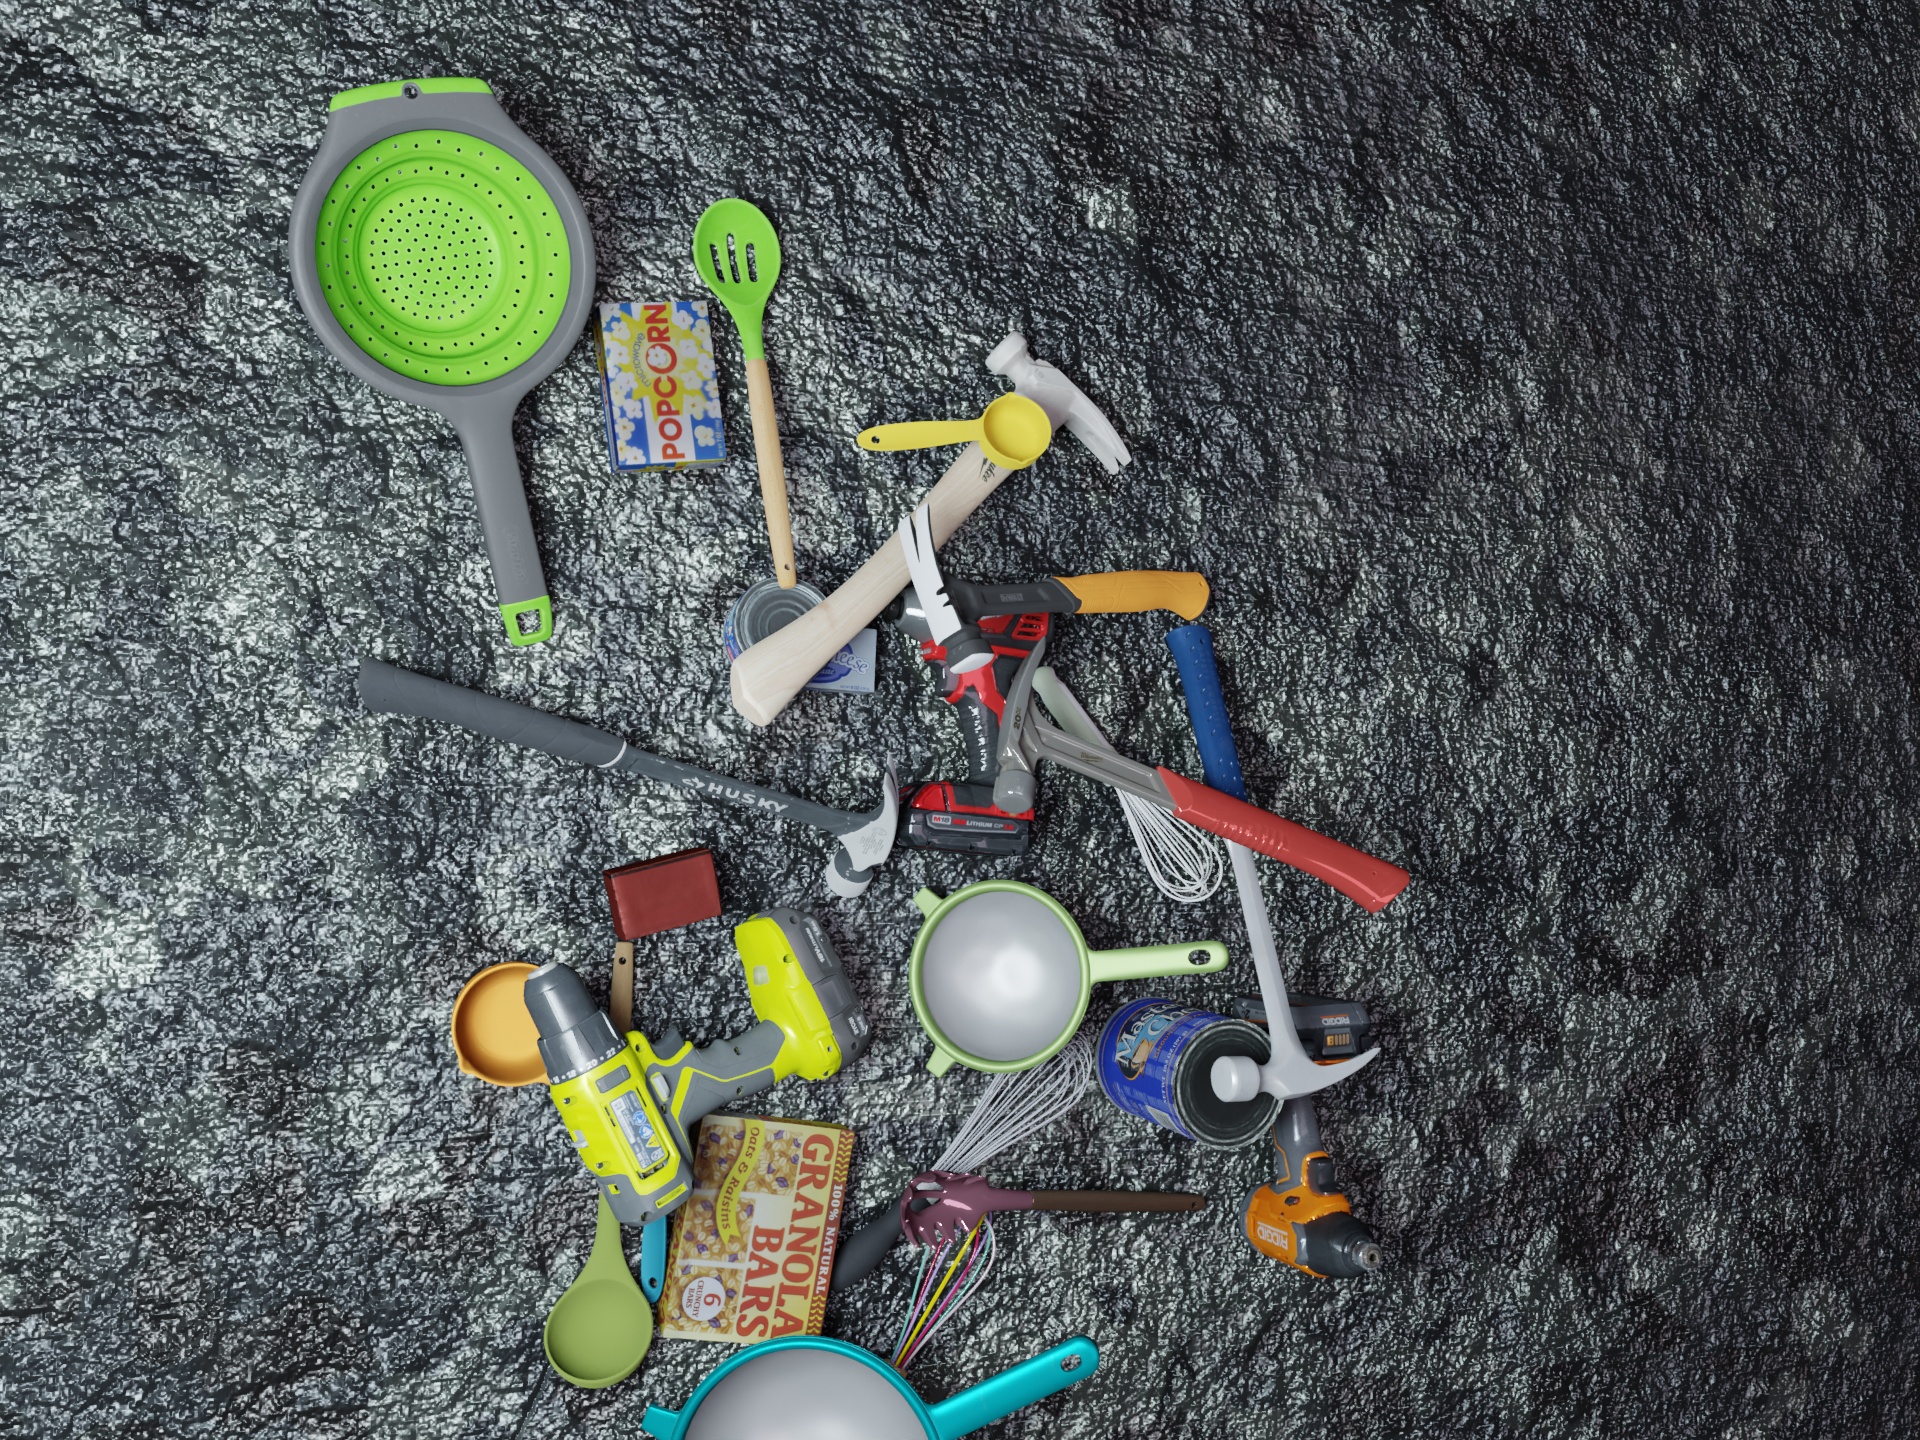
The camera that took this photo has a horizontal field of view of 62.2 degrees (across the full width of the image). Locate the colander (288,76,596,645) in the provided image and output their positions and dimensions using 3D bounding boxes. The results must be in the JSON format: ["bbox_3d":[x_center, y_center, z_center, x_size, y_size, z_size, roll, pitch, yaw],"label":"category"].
[{"bbox_3d":[-0.361,-0.252,1.161,0.204,0.095,0.397,-15,111,-21],"label":"colander"}]

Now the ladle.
[{"bbox_3d":[-0.260,0.326,1.182,0.078,0.062,0.320,3,84,-5],"label":"ladle"}]

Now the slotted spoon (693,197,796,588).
[{"bbox_3d":[-0.157,-0.254,1.234,0.070,0.031,0.314,-6,80,-21],"label":"slotted spoon"}]

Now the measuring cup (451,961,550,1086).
[{"bbox_3d":[-0.301,0.252,1.168,0.095,0.052,0.173,-41,101,-18],"label":"measuring cup"}]

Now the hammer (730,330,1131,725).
[{"bbox_3d":[-0.026,-0.137,1.252,0.146,0.038,0.411,44,63,-6],"label":"hammer"}]

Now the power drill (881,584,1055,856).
[{"bbox_3d":[-0.002,-0.004,1.284,0.143,0.078,0.220,8,82,-22],"label":"power drill"}]

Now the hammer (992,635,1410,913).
[{"bbox_3d":[0.197,0.062,1.263,0.359,0.036,0.149,22,56,-13],"label":"hammer"}]

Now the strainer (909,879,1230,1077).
[{"bbox_3d":[0.089,0.198,1.266,0.256,0.069,0.151,-8,80,16],"label":"strainer"}]

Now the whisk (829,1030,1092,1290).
[{"bbox_3d":[0.000,0.354,1.281,0.284,0.070,0.070,-42,102,-12],"label":"whisk"}]

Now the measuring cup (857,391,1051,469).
[{"bbox_3d":[-0.006,-0.222,1.255,0.156,0.029,0.062,-6,77,-13],"label":"measuring cup"}]

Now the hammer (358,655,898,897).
[{"bbox_3d":[-0.238,0.028,1.179,0.408,0.149,0.036,18,47,-13],"label":"hammer"}]

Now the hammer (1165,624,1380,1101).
[{"bbox_3d":[0.233,0.107,1.301,0.144,0.035,0.406,4,62,-25],"label":"hammer"}]

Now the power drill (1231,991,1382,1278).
[{"bbox_3d":[0.295,0.349,1.334,0.084,0.164,0.226,0,86,-20],"label":"power drill"}]

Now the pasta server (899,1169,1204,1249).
[{"bbox_3d":[0.080,0.392,1.287,0.316,0.040,0.060,12,93,-32],"label":"pasta server"}]

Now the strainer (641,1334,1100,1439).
[{"bbox_3d":[-0.052,0.534,1.194,0.340,0.095,0.211,-25,82,0],"label":"strainer"}]

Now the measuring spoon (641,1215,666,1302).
[{"bbox_3d":[-0.227,0.376,1.209,0.042,0.021,0.128,4,90,23],"label":"measuring spoon"}]

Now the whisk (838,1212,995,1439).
[{"bbox_3d":[-0.041,0.493,1.265,0.051,0.047,0.245,34,80,-17],"label":"whisk"}]

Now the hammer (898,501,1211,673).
[{"bbox_3d":[0.091,-0.107,1.272,0.336,0.034,0.127,-6,70,-47],"label":"hammer"}]

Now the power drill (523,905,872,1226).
[{"bbox_3d":[-0.195,0.229,1.165,0.228,0.080,0.190,-27,94,-36],"label":"power drill"}]

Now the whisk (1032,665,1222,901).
[{"bbox_3d":[0.139,0.054,1.350,0.059,0.058,0.246,-36,97,12],"label":"whisk"}]
